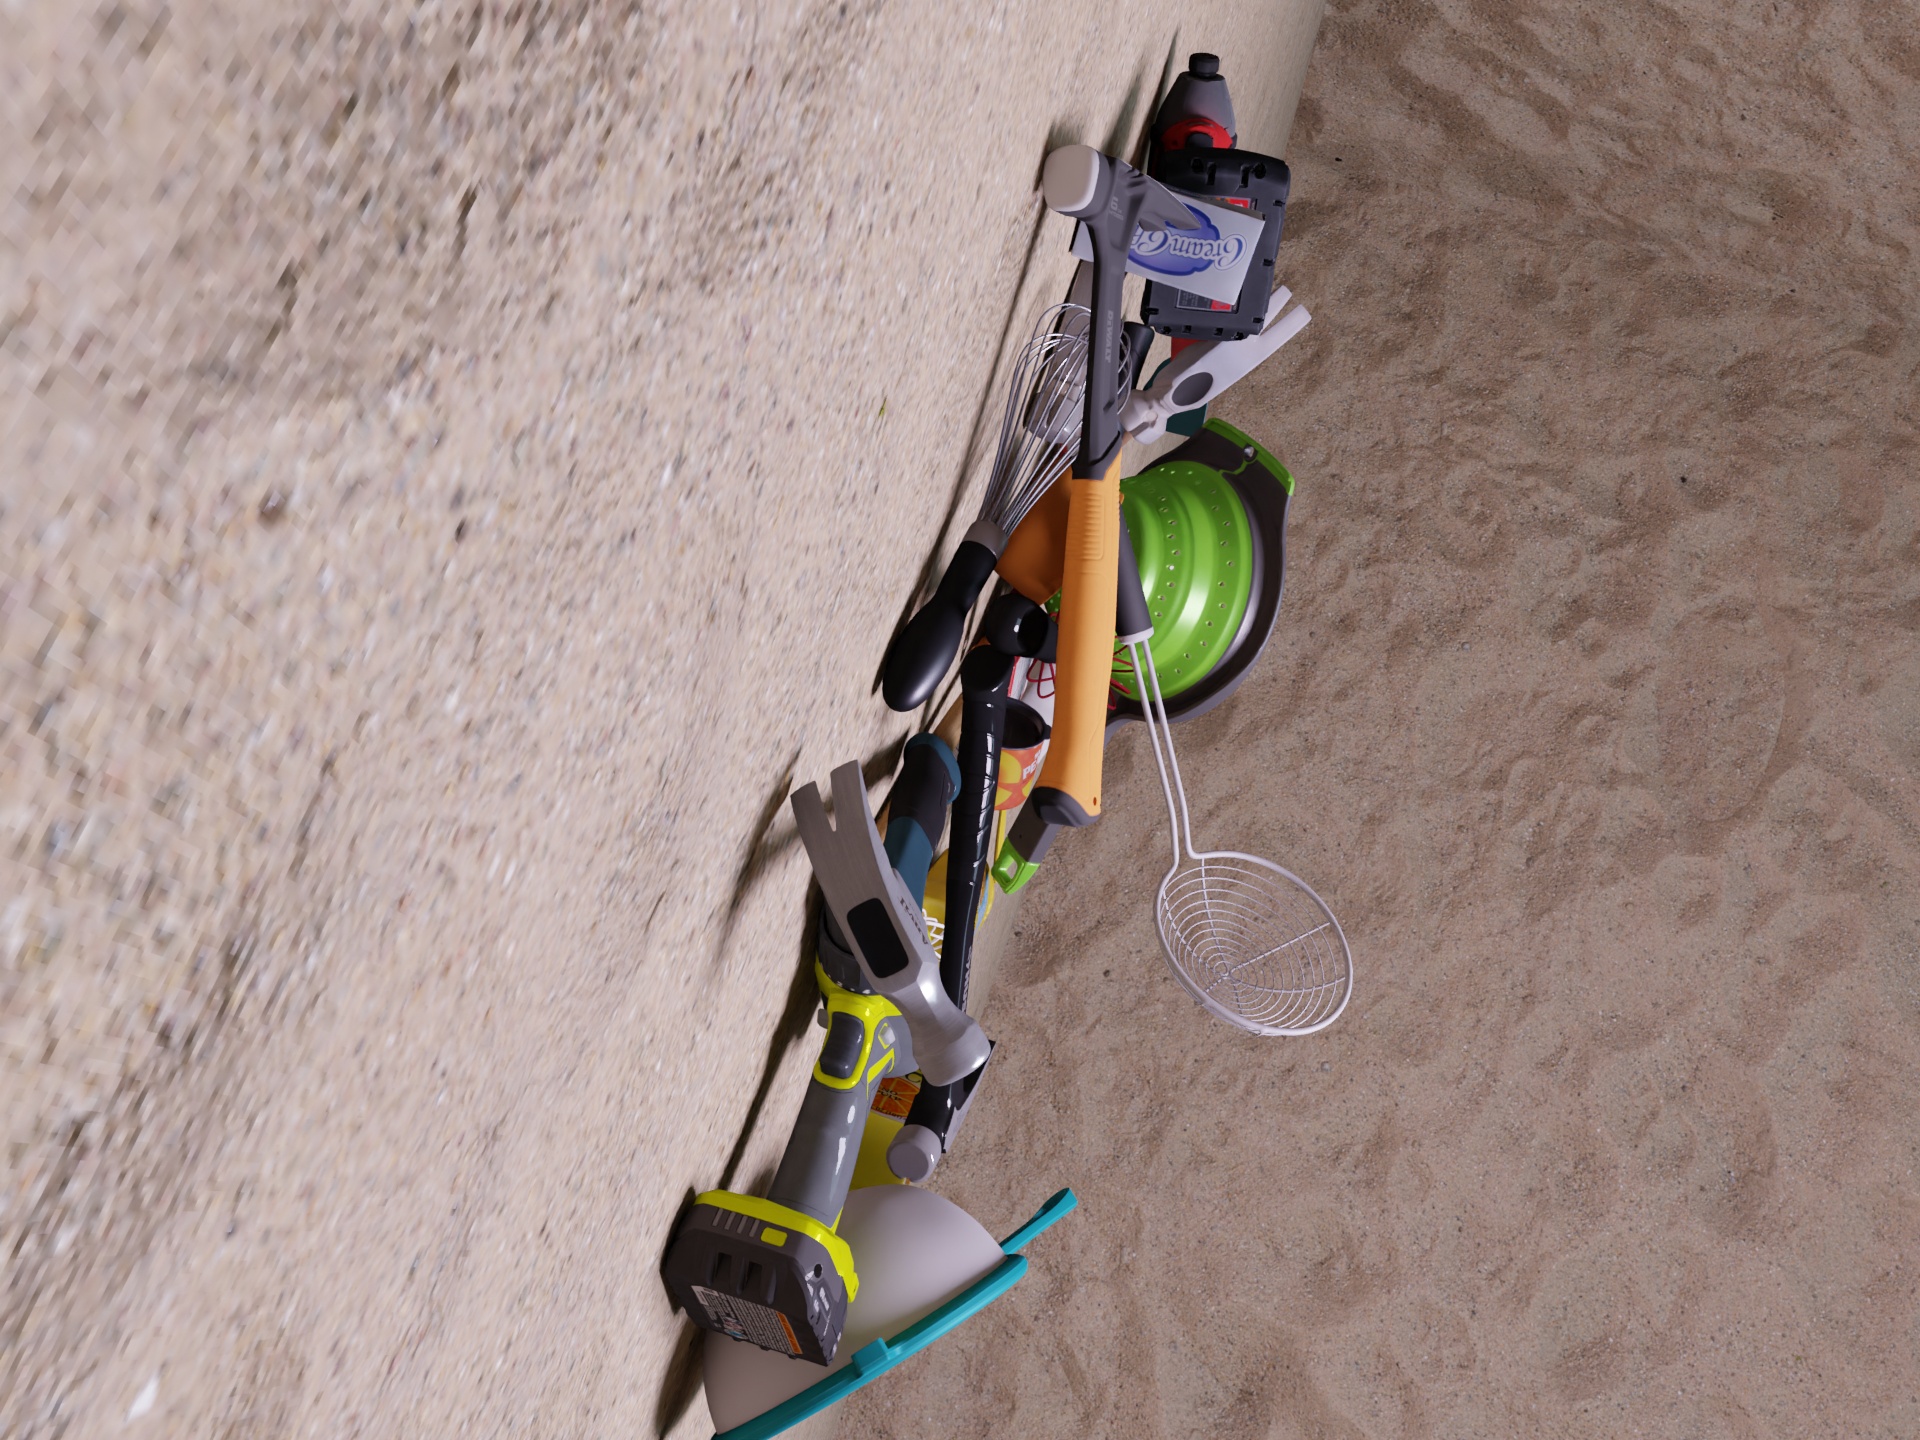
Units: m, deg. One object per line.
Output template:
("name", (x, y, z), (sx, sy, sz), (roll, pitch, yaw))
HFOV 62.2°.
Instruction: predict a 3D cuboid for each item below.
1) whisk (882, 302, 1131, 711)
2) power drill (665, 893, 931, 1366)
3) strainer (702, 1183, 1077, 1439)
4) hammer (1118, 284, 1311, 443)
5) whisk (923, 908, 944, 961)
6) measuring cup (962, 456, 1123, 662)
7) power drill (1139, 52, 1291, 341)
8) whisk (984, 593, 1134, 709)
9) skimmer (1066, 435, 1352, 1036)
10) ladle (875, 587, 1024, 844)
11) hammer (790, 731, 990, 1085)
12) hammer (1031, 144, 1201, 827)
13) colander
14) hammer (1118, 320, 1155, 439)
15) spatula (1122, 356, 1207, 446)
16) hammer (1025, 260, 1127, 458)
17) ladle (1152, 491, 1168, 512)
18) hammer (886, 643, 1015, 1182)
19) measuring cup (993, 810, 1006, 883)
("whisk", (0.026, -0.117, 0.852), (0.070, 0.070, 0.285), (96, 19, -61))
("power drill", (-0.070, 0.194, 0.824), (0.190, 0.080, 0.229), (88, 19, -55))
("strainer", (-0.037, 0.329, 0.993), (0.211, 0.095, 0.340), (-39, 165, 32))
("hammer", (0.191, -0.350, 1.215), (0.143, 0.038, 0.387), (-34, -154, 30))
("whisk", (-0.043, 0.128, 1.005), (0.246, 0.059, 0.058), (74, -9, -71))
("measuring cup", (0.032, -0.098, 1.013), (0.173, 0.052, 0.095), (-44, -169, 41))
("power drill", (0.159, -0.349, 1.054), (0.220, 0.078, 0.143), (-86, -179, -56))
("whisk", (0.057, -0.043, 0.939), (0.295, 0.073, 0.073), (13, 95, -75))
("skimmer", (0.138, 0.006, 0.925), (0.127, 0.090, 0.363), (-22, 100, -37))
("ladle", (-0.002, -0.003, 1.036), (0.069, 0.031, 0.315), (-54, -178, 37))
("hammer", (-0.024, 0.058, 0.788), (0.033, 0.128, 0.331), (-28, -171, 7))
("hammer", (0.072, -0.113, 0.827), (0.127, 0.034, 0.337), (-4, 100, -59))
("colander", (0.089, -0.037, 1.158), (0.205, 0.094, 0.397), (52, -57, 45))
("hammer", (0.099, -0.152, 1.419), (0.149, 0.036, 0.408), (-47, 155, -71))
("spatula", (0.175, -0.278, 1.463), (0.317, 0.044, 0.082), (-173, -89, -87))
("hammer", (0.087, -0.210, 1.159), (0.359, 0.037, 0.149), (77, 33, -77))
("ladle", (0.118, -0.076, 1.409), (0.078, 0.062, 0.320), (100, 13, -79))
("hammer", (0.003, 0.115, 1.019), (0.146, 0.035, 0.334), (-43, 142, -68))
("measuring cup", (0.022, 0.060, 1.275), (0.062, 0.029, 0.156), (-59, 154, -64))
